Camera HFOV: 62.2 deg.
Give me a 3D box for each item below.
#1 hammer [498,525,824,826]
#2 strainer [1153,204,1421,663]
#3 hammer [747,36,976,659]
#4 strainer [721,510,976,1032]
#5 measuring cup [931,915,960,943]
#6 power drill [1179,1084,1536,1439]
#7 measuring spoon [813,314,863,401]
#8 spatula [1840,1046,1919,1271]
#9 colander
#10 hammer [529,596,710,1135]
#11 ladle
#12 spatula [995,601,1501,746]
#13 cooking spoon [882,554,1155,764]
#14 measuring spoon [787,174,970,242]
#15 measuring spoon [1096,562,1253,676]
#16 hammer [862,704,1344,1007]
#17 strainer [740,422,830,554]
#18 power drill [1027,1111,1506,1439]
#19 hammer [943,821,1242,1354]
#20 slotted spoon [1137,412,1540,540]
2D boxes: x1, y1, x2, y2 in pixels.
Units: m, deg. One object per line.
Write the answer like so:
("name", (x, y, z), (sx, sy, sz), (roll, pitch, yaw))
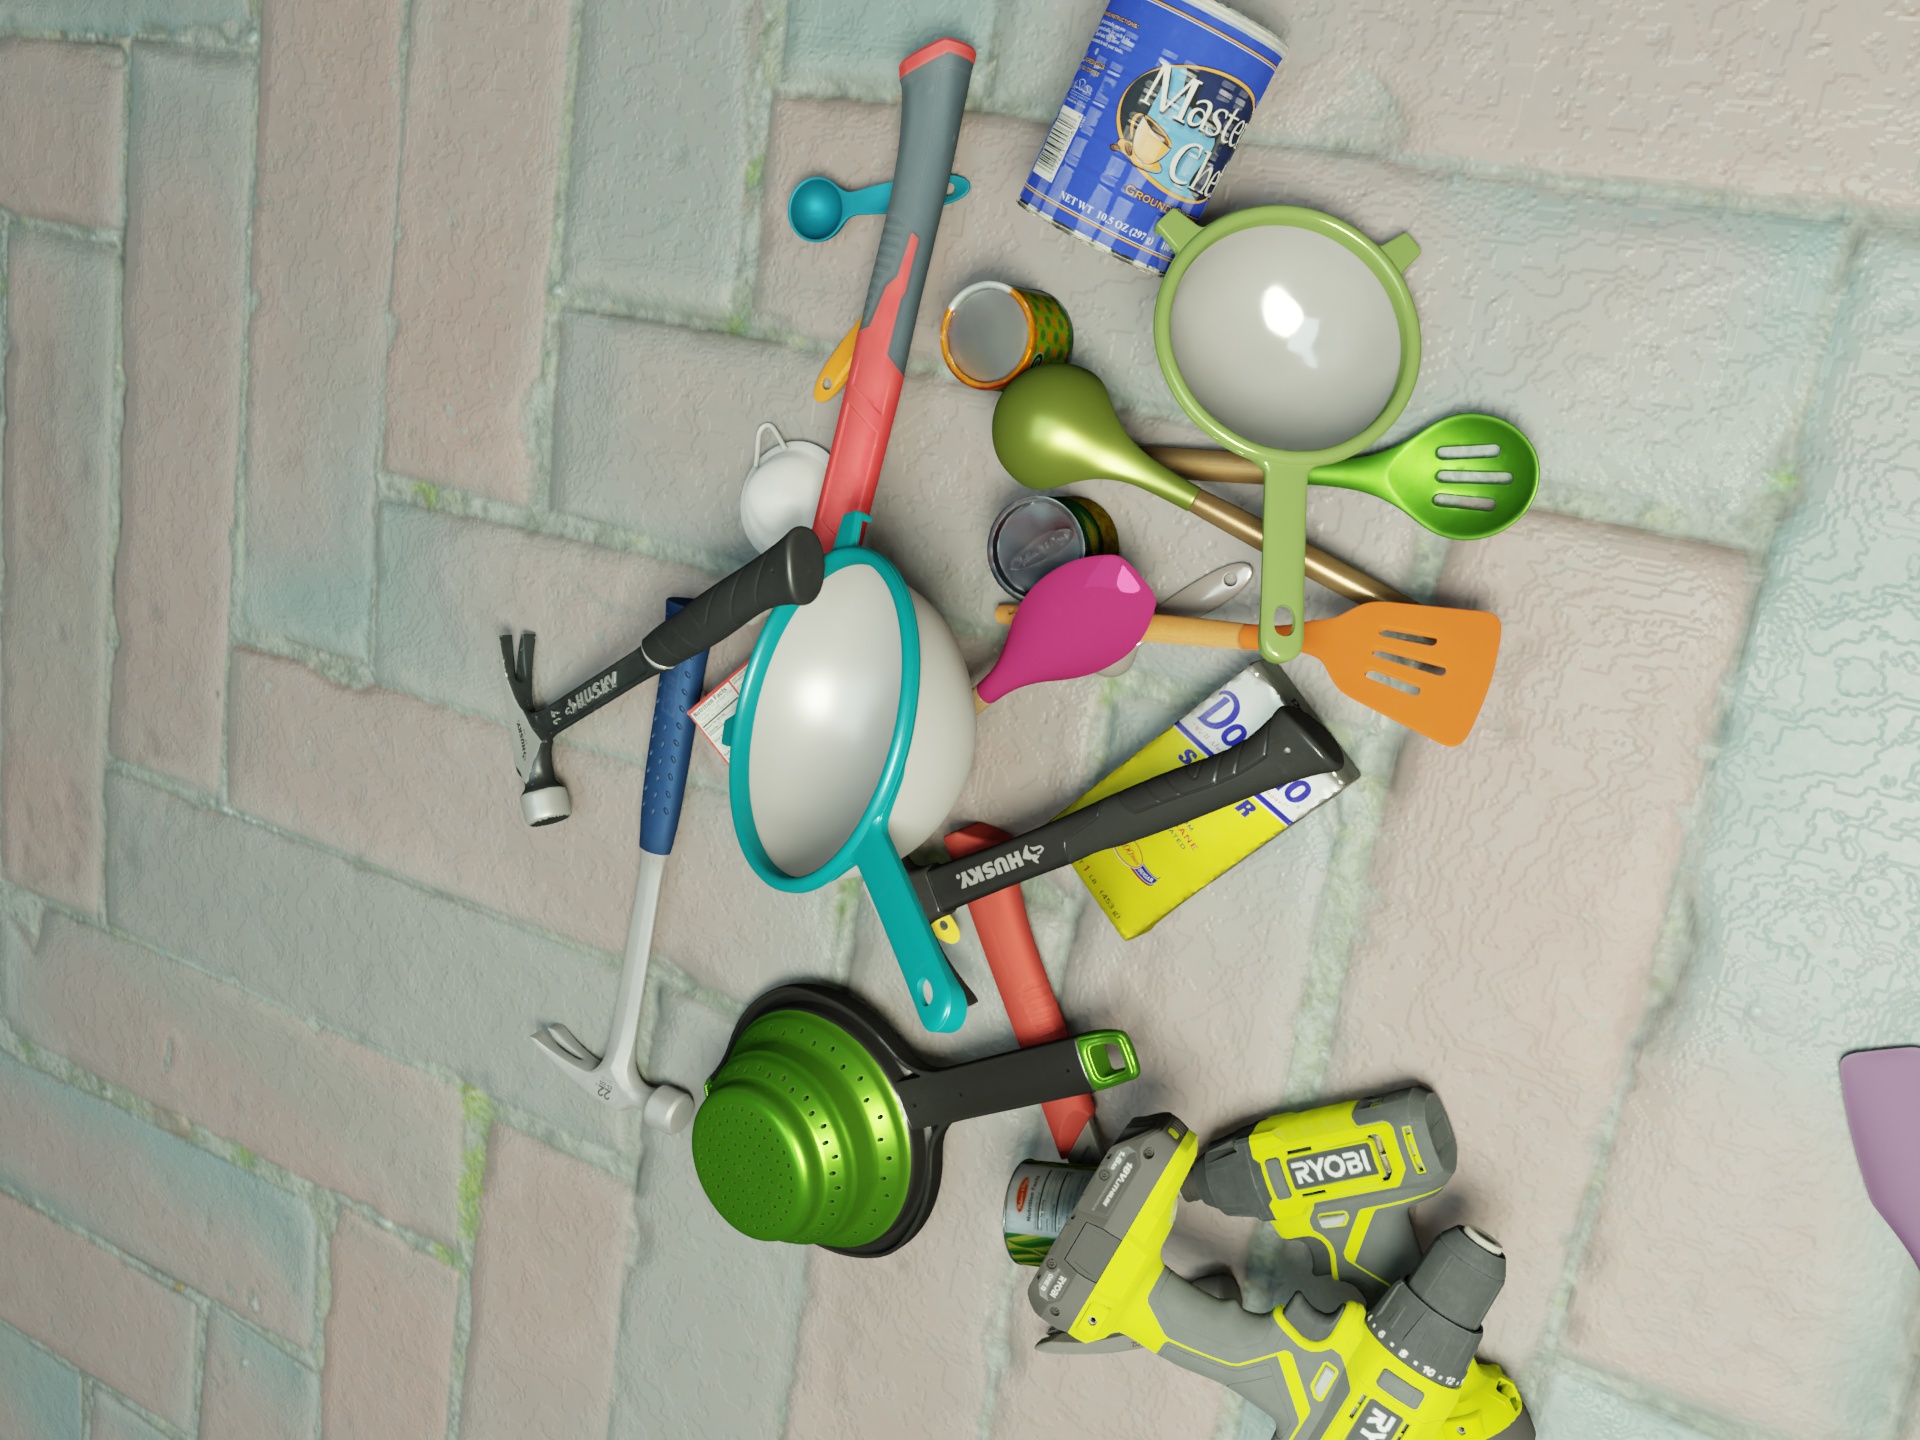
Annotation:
("hammer", (-0.218, -0.045, 1.098), (0.409, 0.036, 0.149), (-25, 77, 47))
("strainer", (0.174, -0.155, 0.891), (0.151, 0.069, 0.256), (4, 82, -6))
("hammer", (-0.036, -0.232, 1.021), (0.143, 0.038, 0.386), (16, 100, 5))
("strainer", (-0.032, 0.048, 0.929), (0.211, 0.095, 0.341), (-56, 39, 28))
("measuring cup", (-0.051, 0.094, 1.103), (0.156, 0.029, 0.062), (45, 115, 13))
("power drill", (0.237, 0.346, 0.959), (0.171, 0.080, 0.223), (-22, 83, 28))
("measuring spoon", (-0.066, -0.260, 1.065), (0.021, 0.011, 0.117), (47, 116, 14))
("spatula", (0.524, 0.325, 0.831), (0.060, 0.018, 0.316), (-13, 90, 28))
("colander", (-0.060, 0.270, 1.064), (0.397, 0.094, 0.204), (-23, 85, 37))
("hammer", (-0.237, 0.106, 1.199), (0.144, 0.035, 0.405), (19, 106, 25))
("ladle", (0.161, -0.116, 0.932), (0.320, 0.062, 0.078), (29, 97, 7))
("spatula", (0.151, -0.047, 0.941), (0.323, 0.041, 0.081), (9, 70, 41))
("cooking spoon", (-0.002, -0.003, 1.017), (0.068, 0.017, 0.319), (48, 124, -7))
("measuring spoon", (-0.052, -0.341, 1.046), (0.128, 0.021, 0.042), (-2, 97, 19))
("measuring spoon", (0.127, -0.064, 0.987), (0.124, 0.018, 0.034), (-31, 82, 28))
("hammer", (0.079, 0.073, 0.970), (0.335, 0.035, 0.146), (-25, 83, 33))
("strainer", (-0.090, -0.089, 1.089), (0.087, 0.050, 0.258), (-27, 88, 24))
("power drill", (0.173, 0.324, 0.897), (0.228, 0.080, 0.190), (31, 96, 14))
("hammer", (0.058, 0.243, 1.060), (0.149, 0.036, 0.359), (-22, 87, 29))
("slotted spoon", (0.181, -0.151, 0.940), (0.314, 0.031, 0.070), (9, 101, 29))
